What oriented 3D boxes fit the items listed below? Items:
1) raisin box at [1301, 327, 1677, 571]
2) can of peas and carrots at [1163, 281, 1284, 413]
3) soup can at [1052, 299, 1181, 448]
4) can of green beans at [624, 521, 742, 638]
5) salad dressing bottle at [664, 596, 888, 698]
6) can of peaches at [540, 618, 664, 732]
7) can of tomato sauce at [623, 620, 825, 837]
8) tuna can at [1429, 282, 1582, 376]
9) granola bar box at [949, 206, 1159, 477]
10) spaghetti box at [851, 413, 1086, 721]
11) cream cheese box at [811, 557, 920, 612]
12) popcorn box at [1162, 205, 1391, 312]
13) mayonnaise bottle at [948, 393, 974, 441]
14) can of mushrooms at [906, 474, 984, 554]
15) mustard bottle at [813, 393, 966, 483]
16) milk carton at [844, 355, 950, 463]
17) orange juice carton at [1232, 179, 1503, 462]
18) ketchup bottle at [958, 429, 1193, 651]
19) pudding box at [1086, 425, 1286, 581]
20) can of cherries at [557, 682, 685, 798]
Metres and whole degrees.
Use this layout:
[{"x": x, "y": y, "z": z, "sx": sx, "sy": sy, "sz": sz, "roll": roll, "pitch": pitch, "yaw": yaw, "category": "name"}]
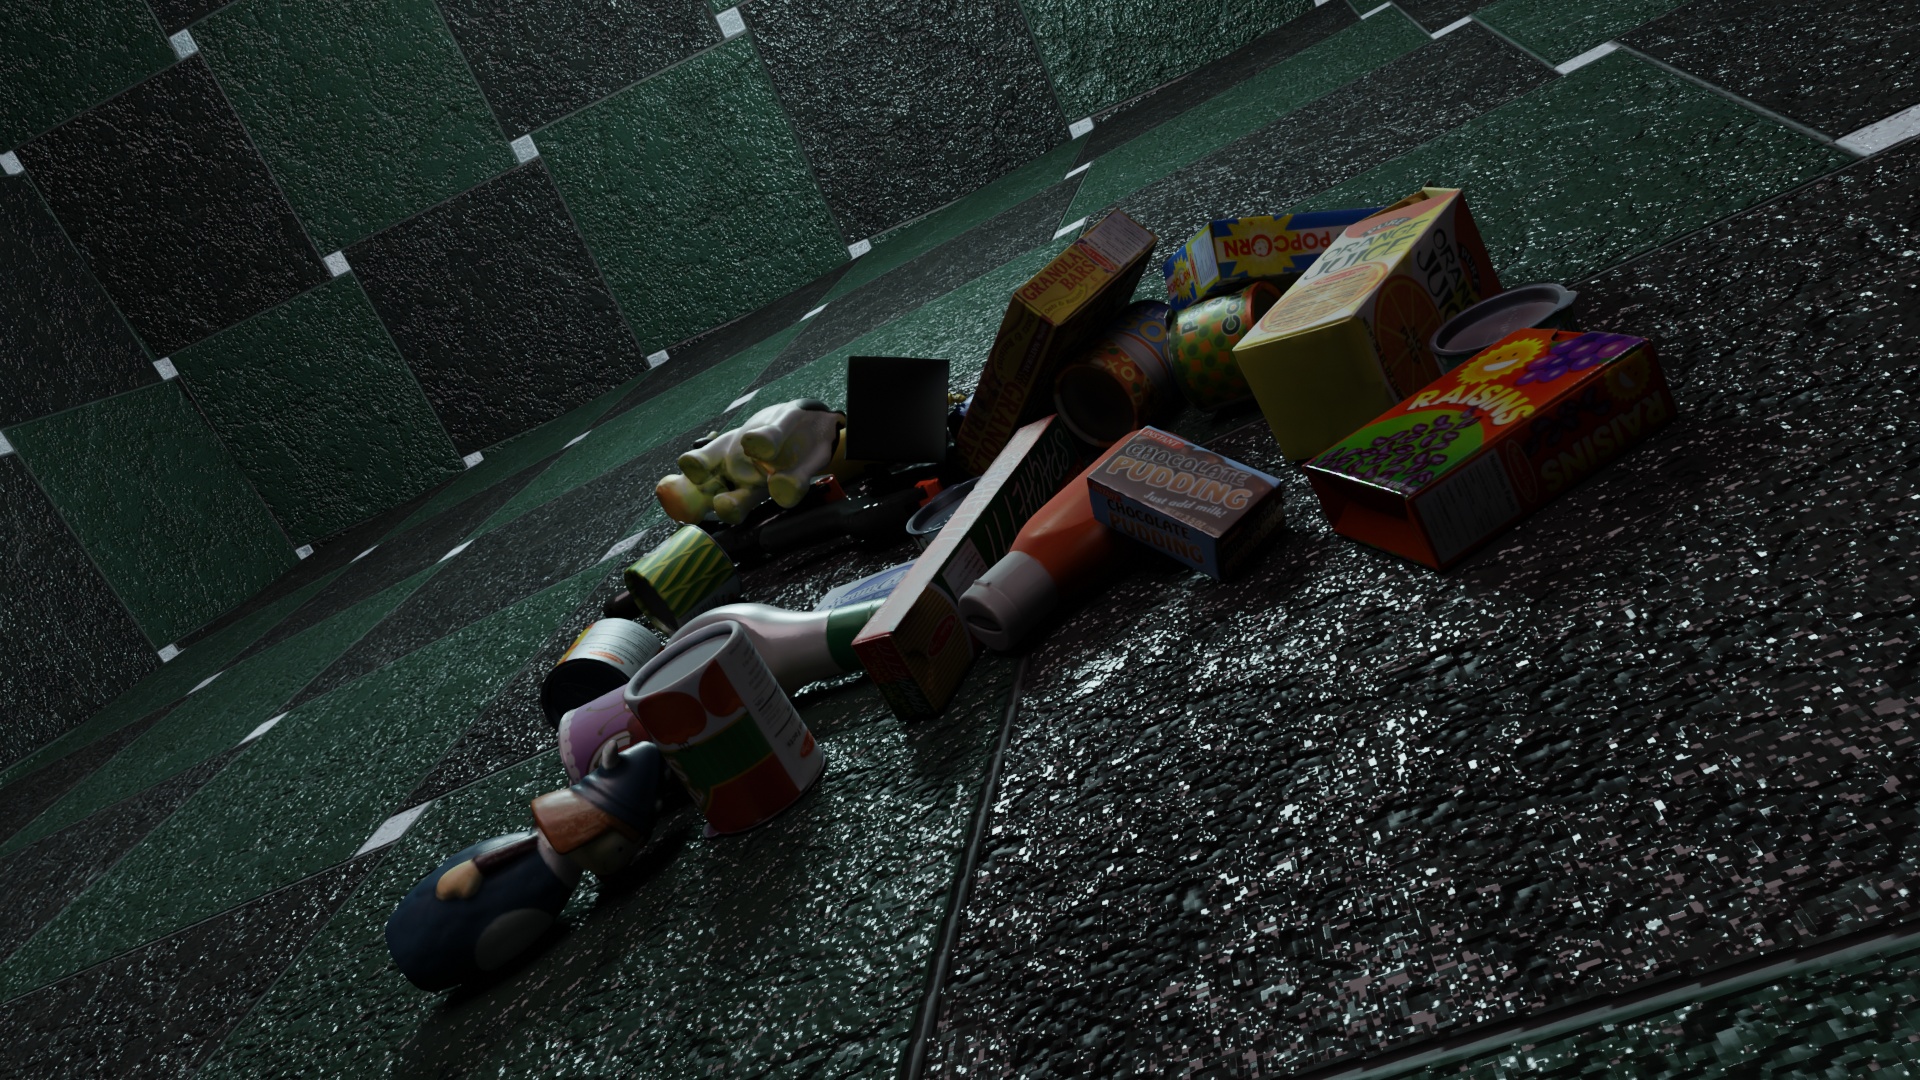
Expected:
[{"x": 0.221, "y": -0.043, "z": 0.588, "sx": 0.123, "sy": 0.040, "sz": 0.086, "roll": -32, "pitch": 17, "yaw": -7, "category": "raisin box"}, {"x": 0.164, "y": -0.117, "z": 0.831, "sx": 0.058, "sy": 0.070, "sz": 0.071, "roll": -15, "pitch": 23, "yaw": 38, "category": "can of peas and carrots"}, {"x": 0.110, "y": -0.109, "z": 0.899, "sx": 0.071, "sy": 0.071, "sz": 0.084, "roll": -10, "pitch": 27, "yaw": 48, "category": "soup can"}, {"x": -0.203, "y": 0.031, "z": 1.016, "sx": 0.058, "sy": 0.071, "sz": 0.071, "roll": -40, "pitch": 20, "yaw": -28, "category": "can of green beans"}, {"x": -0.096, "y": 0.062, "z": 0.779, "sx": 0.147, "sy": 0.064, "sz": 0.044, "roll": -12, "pitch": 4, "yaw": 25, "category": "salad dressing bottle"}, {"x": -0.226, "y": 0.093, "z": 0.888, "sx": 0.071, "sy": 0.071, "sz": 0.058, "roll": -25, "pitch": 18, "yaw": 16, "category": "can of peaches"}, {"x": -0.117, "y": 0.092, "z": 0.683, "sx": 0.071, "sy": 0.083, "sz": 0.071, "roll": -27, "pitch": 17, "yaw": 9, "category": "can of tomato sauce"}, {"x": 0.266, "y": -0.094, "z": 0.667, "sx": 0.071, "sy": 0.032, "sz": 0.071, "roll": -27, "pitch": 18, "yaw": 10, "category": "tuna can"}, {"x": 0.061, "y": -0.127, "z": 0.932, "sx": 0.125, "sy": 0.039, "sz": 0.164, "roll": -44, "pitch": -14, "yaw": -36, "category": "granola bar box"}, {"x": 0.015, "y": 0.006, "z": 0.766, "sx": 0.028, "sy": 0.050, "sz": 0.251, "roll": -18, "pitch": 21, "yaw": 33, "category": "spaghetti box"}, {"x": -0.042, "y": 0.037, "z": 0.813, "sx": 0.103, "sy": 0.024, "sz": 0.054, "roll": -20, "pitch": 19, "yaw": 29, "category": "cream cheese box"}, {"x": 0.201, "y": -0.172, "z": 0.863, "sx": 0.127, "sy": 0.038, "sz": 0.085, "roll": -7, "pitch": -5, "yaw": -12, "category": "popcorn box"}, {"x": 0.051, "y": -0.123, "z": 1.080, "sx": 0.149, "sy": 0.041, "sz": 0.064, "roll": -41, "pitch": 19, "yaw": -28, "category": "mayonnaise bottle"}, {"x": 0.003, "y": -0.011, "z": 0.857, "sx": 0.071, "sy": 0.033, "sz": 0.071, "roll": -28, "pitch": 18, "yaw": 10, "category": "can of mushrooms"}, {"x": -0.065, "y": -0.094, "z": 1.168, "sx": 0.160, "sy": 0.048, "sz": 0.065, "roll": -22, "pitch": 21, "yaw": 24, "category": "mustard bottle"}, {"x": -0.047, "y": -0.096, "z": 1.032, "sx": 0.072, "sy": 0.073, "sz": 0.190, "roll": 2, "pitch": 4, "yaw": -3, "category": "milk carton"}, {"x": 0.231, "y": -0.126, "z": 0.746, "sx": 0.073, "sy": 0.071, "sz": 0.194, "roll": -11, "pitch": 26, "yaw": 47, "category": "orange juice carton"}, {"x": 0.062, "y": -0.002, "z": 0.720, "sx": 0.149, "sy": 0.043, "sz": 0.064, "roll": -40, "pitch": 27, "yaw": -27, "category": "ketchup bottle"}, {"x": 0.108, "y": -0.019, "z": 0.667, "sx": 0.050, "sy": 0.030, "sz": 0.084, "roll": -38, "pitch": 45, "yaw": -25, "category": "pudding box"}, {"x": -0.173, "y": 0.112, "z": 0.749, "sx": 0.058, "sy": 0.071, "sz": 0.072, "roll": -26, "pitch": 18, "yaw": 10, "category": "can of cherries"}]
